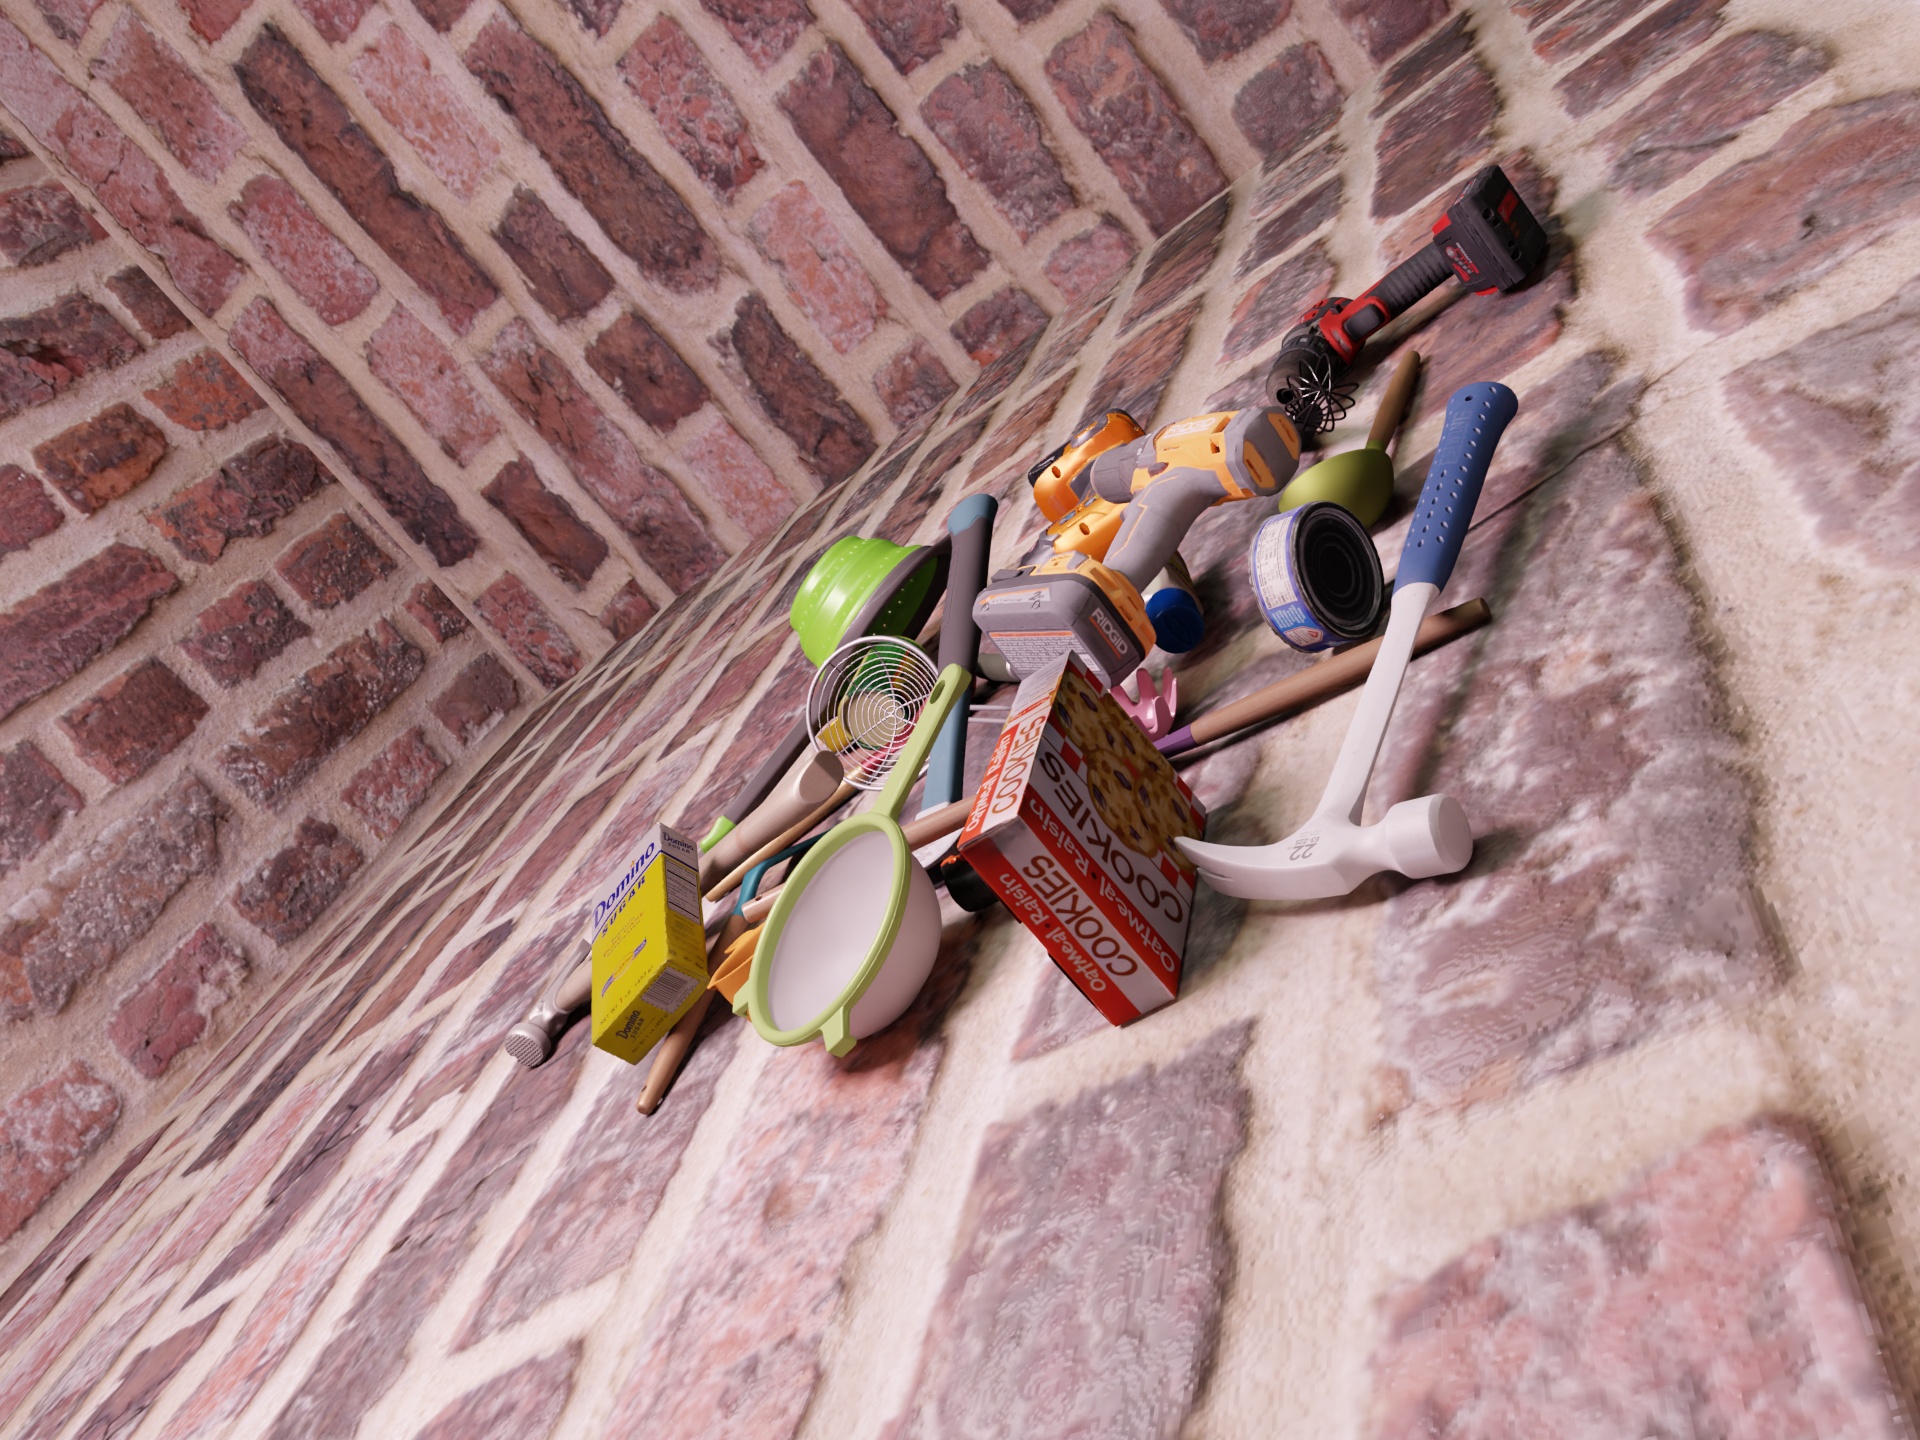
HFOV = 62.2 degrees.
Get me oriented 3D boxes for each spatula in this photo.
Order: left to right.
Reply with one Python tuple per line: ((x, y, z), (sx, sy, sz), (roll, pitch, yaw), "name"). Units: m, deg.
((-0.169, 0.177, 1.209), (0.082, 0.044, 0.318), (-29, 24, 35), "spatula")
((0.160, -0.001, 0.927), (0.316, 0.018, 0.059), (-27, -11, 34), "spatula")

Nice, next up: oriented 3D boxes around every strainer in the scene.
((-0.037, 0.090, 0.971), (0.151, 0.069, 0.256), (0, 60, 59), "strainer")

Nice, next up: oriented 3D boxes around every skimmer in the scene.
((-0.002, -0.004, 1.187), (0.090, 0.127, 0.363), (1, 0, -29), "skimmer")

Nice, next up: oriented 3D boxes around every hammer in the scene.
((-0.232, 0.143, 1.321), (0.410, 0.038, 0.146), (-40, 13, 30), "hammer")
((-0.004, -0.031, 1.149), (0.128, 0.033, 0.331), (-24, 46, 36), "hammer")
((0.231, -0.058, 0.837), (0.144, 0.035, 0.406), (-18, 30, 42), "hammer")

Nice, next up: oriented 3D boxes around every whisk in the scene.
((0.051, -0.044, 1.262), (0.246, 0.057, 0.059), (-172, 101, -75), "whisk")
((0.260, -0.231, 1.199), (0.055, 0.055, 0.239), (-39, -3, 4), "whisk")

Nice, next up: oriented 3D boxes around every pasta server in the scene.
((0.000, 0.053, 1.019), (0.316, 0.040, 0.060), (-25, 22, 4), "pasta server")

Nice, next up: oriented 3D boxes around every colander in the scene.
((-0.148, -0.049, 1.530), (0.397, 0.094, 0.204), (-52, -9, -15), "colander")

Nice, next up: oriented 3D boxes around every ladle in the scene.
((-0.102, 0.058, 1.370), (0.315, 0.031, 0.069), (-39, 23, 10), "ladle")
((0.296, -0.216, 1.150), (0.078, 0.062, 0.320), (-38, 11, 38), "ladle")

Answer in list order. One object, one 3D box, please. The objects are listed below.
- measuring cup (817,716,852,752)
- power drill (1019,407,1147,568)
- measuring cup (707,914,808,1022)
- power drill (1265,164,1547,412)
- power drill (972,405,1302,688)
((-0.090, -0.010, 1.545), (0.062, 0.029, 0.156), (-41, 2, 27), "measuring cup")
((0.113, -0.192, 1.464), (0.164, 0.084, 0.227), (-35, 20, 20), "power drill")
((-0.129, 0.168, 1.094), (0.095, 0.052, 0.173), (-44, 5, -19), "measuring cup")
((0.353, -0.342, 1.307), (0.226, 0.080, 0.188), (-32, 12, 39), "power drill")
((0.108, -0.125, 1.093), (0.226, 0.084, 0.185), (-49, 25, -21), "power drill")
